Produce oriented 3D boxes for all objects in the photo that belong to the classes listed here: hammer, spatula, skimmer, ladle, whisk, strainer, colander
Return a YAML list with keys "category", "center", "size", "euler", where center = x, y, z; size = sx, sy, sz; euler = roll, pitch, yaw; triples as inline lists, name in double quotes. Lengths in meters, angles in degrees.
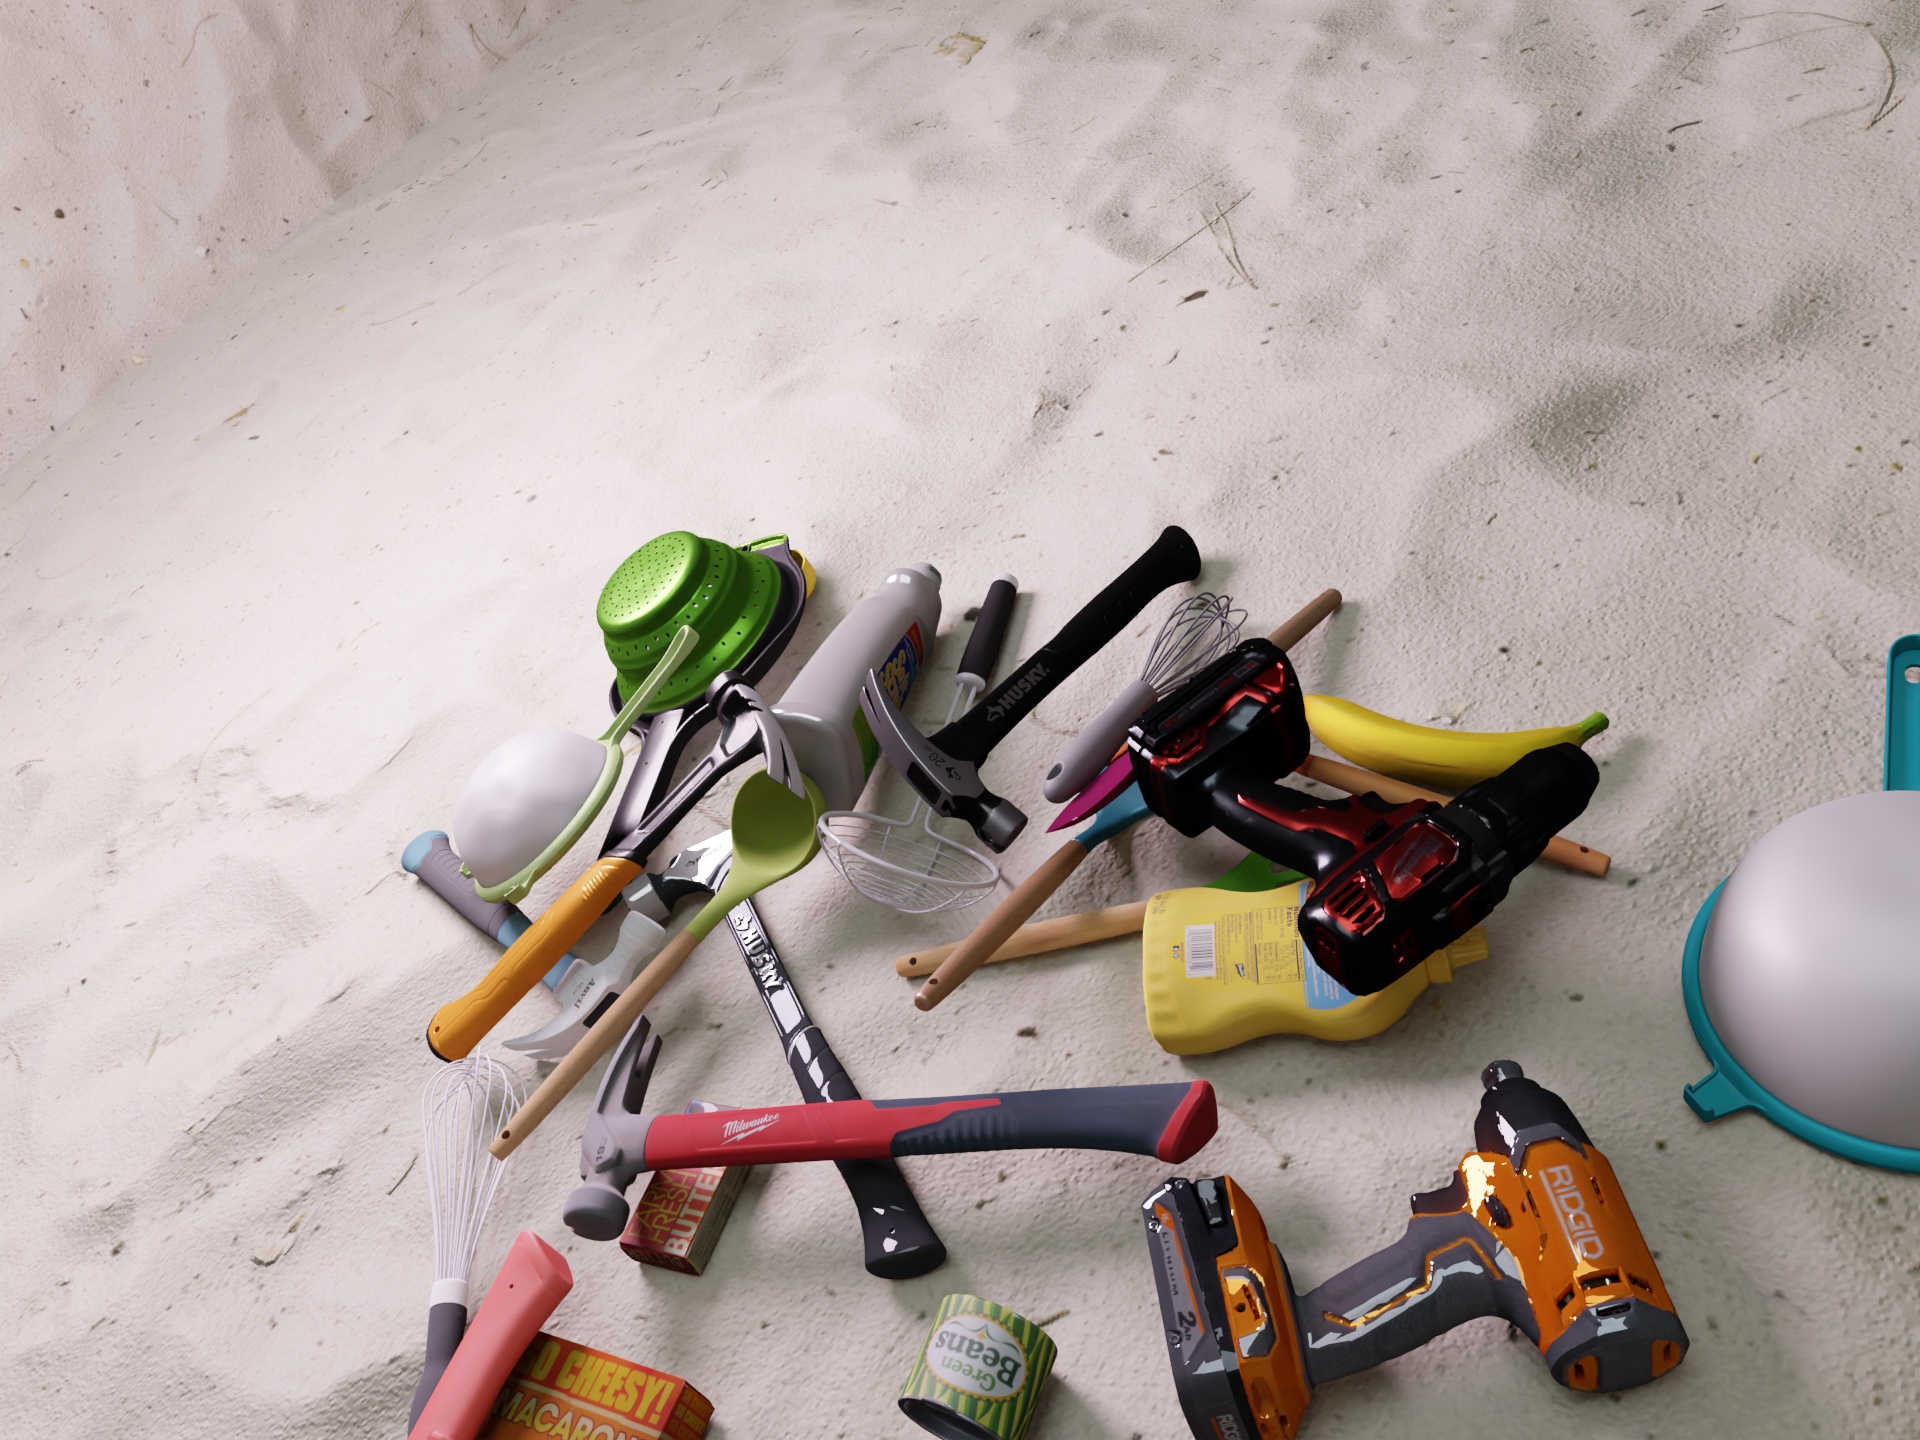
- category: "hammer"
  center: [-0.316, 0.443, 0.841]
  size: [0.149, 0.036, 0.359]
  euler: [1, 49, 32]
- category: "spatula"
  center: [0.245, 0.044, 1.005]
  size: [0.323, 0.041, 0.081]
  euler: [20, 43, 32]
- category: "skimmer"
  center: [-0.002, -0.004, 1.153]
  size: [0.127, 0.090, 0.364]
  euler: [18, 48, 2]
- category: "hammer"
  center: [-0.345, 0.152, 1.205]
  size: [0.331, 0.033, 0.128]
  euler: [23, 77, 47]
- category: "ladle"
  center: [-0.202, 0.159, 1.064]
  size: [0.078, 0.062, 0.320]
  euler: [27, 64, 31]
- category: "hammer"
  center: [-0.043, 0.225, 0.930]
  size: [0.386, 0.038, 0.143]
  euler: [-8, 42, 18]
- category: "hammer"
  center: [-0.104, 0.199, 1.041]
  size: [0.149, 0.036, 0.409]
  euler: [-31, 41, -6]
- category: "whisk"
  center: [0.129, -0.017, 1.098]
  size: [0.055, 0.055, 0.239]
  euler: [13, 43, 37]
- category: "whisk"
  center: [-0.319, 0.333, 1.004]
  size: [0.070, 0.070, 0.285]
  euler: [-19, 46, 10]
- category: "strainer"
  center: [-0.294, 0.015, 1.187]
  size: [0.256, 0.069, 0.151]
  euler: [-54, 26, -16]
- category: "hammer"
  center: [-0.244, 0.118, 1.088]
  size: [0.337, 0.034, 0.127]
  euler: [-45, 41, 8]
- category: "hammer"
  center: [0.070, -0.051, 1.139]
  size: [0.146, 0.035, 0.335]
  euler: [40, 53, 10]
- category: "strainer"
  center: [0.489, 0.059, 0.815]
  size: [0.211, 0.095, 0.341]
  euler: [2, 50, 30]
- category: "spatula"
  center: [0.059, 0.085, 1.018]
  size: [0.082, 0.044, 0.317]
  euler: [10, 31, 31]
- category: "colander"
  center: [-0.254, -0.028, 1.293]
  size: [0.204, 0.094, 0.397]
  euler: [-13, 45, 32]

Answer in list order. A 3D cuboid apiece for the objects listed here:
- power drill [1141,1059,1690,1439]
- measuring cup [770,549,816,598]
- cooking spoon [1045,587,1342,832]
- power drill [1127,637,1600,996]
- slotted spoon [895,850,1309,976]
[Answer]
- category: "power drill"
  center: [0.210, 0.256, 0.777]
  size: [0.226, 0.084, 0.164]
  euler: [-15, 41, 8]
- category: "measuring cup"
  center: [-0.192, -0.091, 1.406]
  size: [0.156, 0.029, 0.062]
  euler: [-37, 38, 7]
- category: "cooking spoon"
  center: [0.166, -0.012, 1.064]
  size: [0.319, 0.017, 0.068]
  euler: [-37, 2, -34]
- category: "power drill"
  center: [0.226, 0.039, 0.912]
  size: [0.188, 0.080, 0.227]
  euler: [-35, 41, -13]
- category: "slotted spoon"
  center: [0.103, 0.124, 1.010]
  size: [0.314, 0.031, 0.070]
  euler: [-15, 59, 17]
